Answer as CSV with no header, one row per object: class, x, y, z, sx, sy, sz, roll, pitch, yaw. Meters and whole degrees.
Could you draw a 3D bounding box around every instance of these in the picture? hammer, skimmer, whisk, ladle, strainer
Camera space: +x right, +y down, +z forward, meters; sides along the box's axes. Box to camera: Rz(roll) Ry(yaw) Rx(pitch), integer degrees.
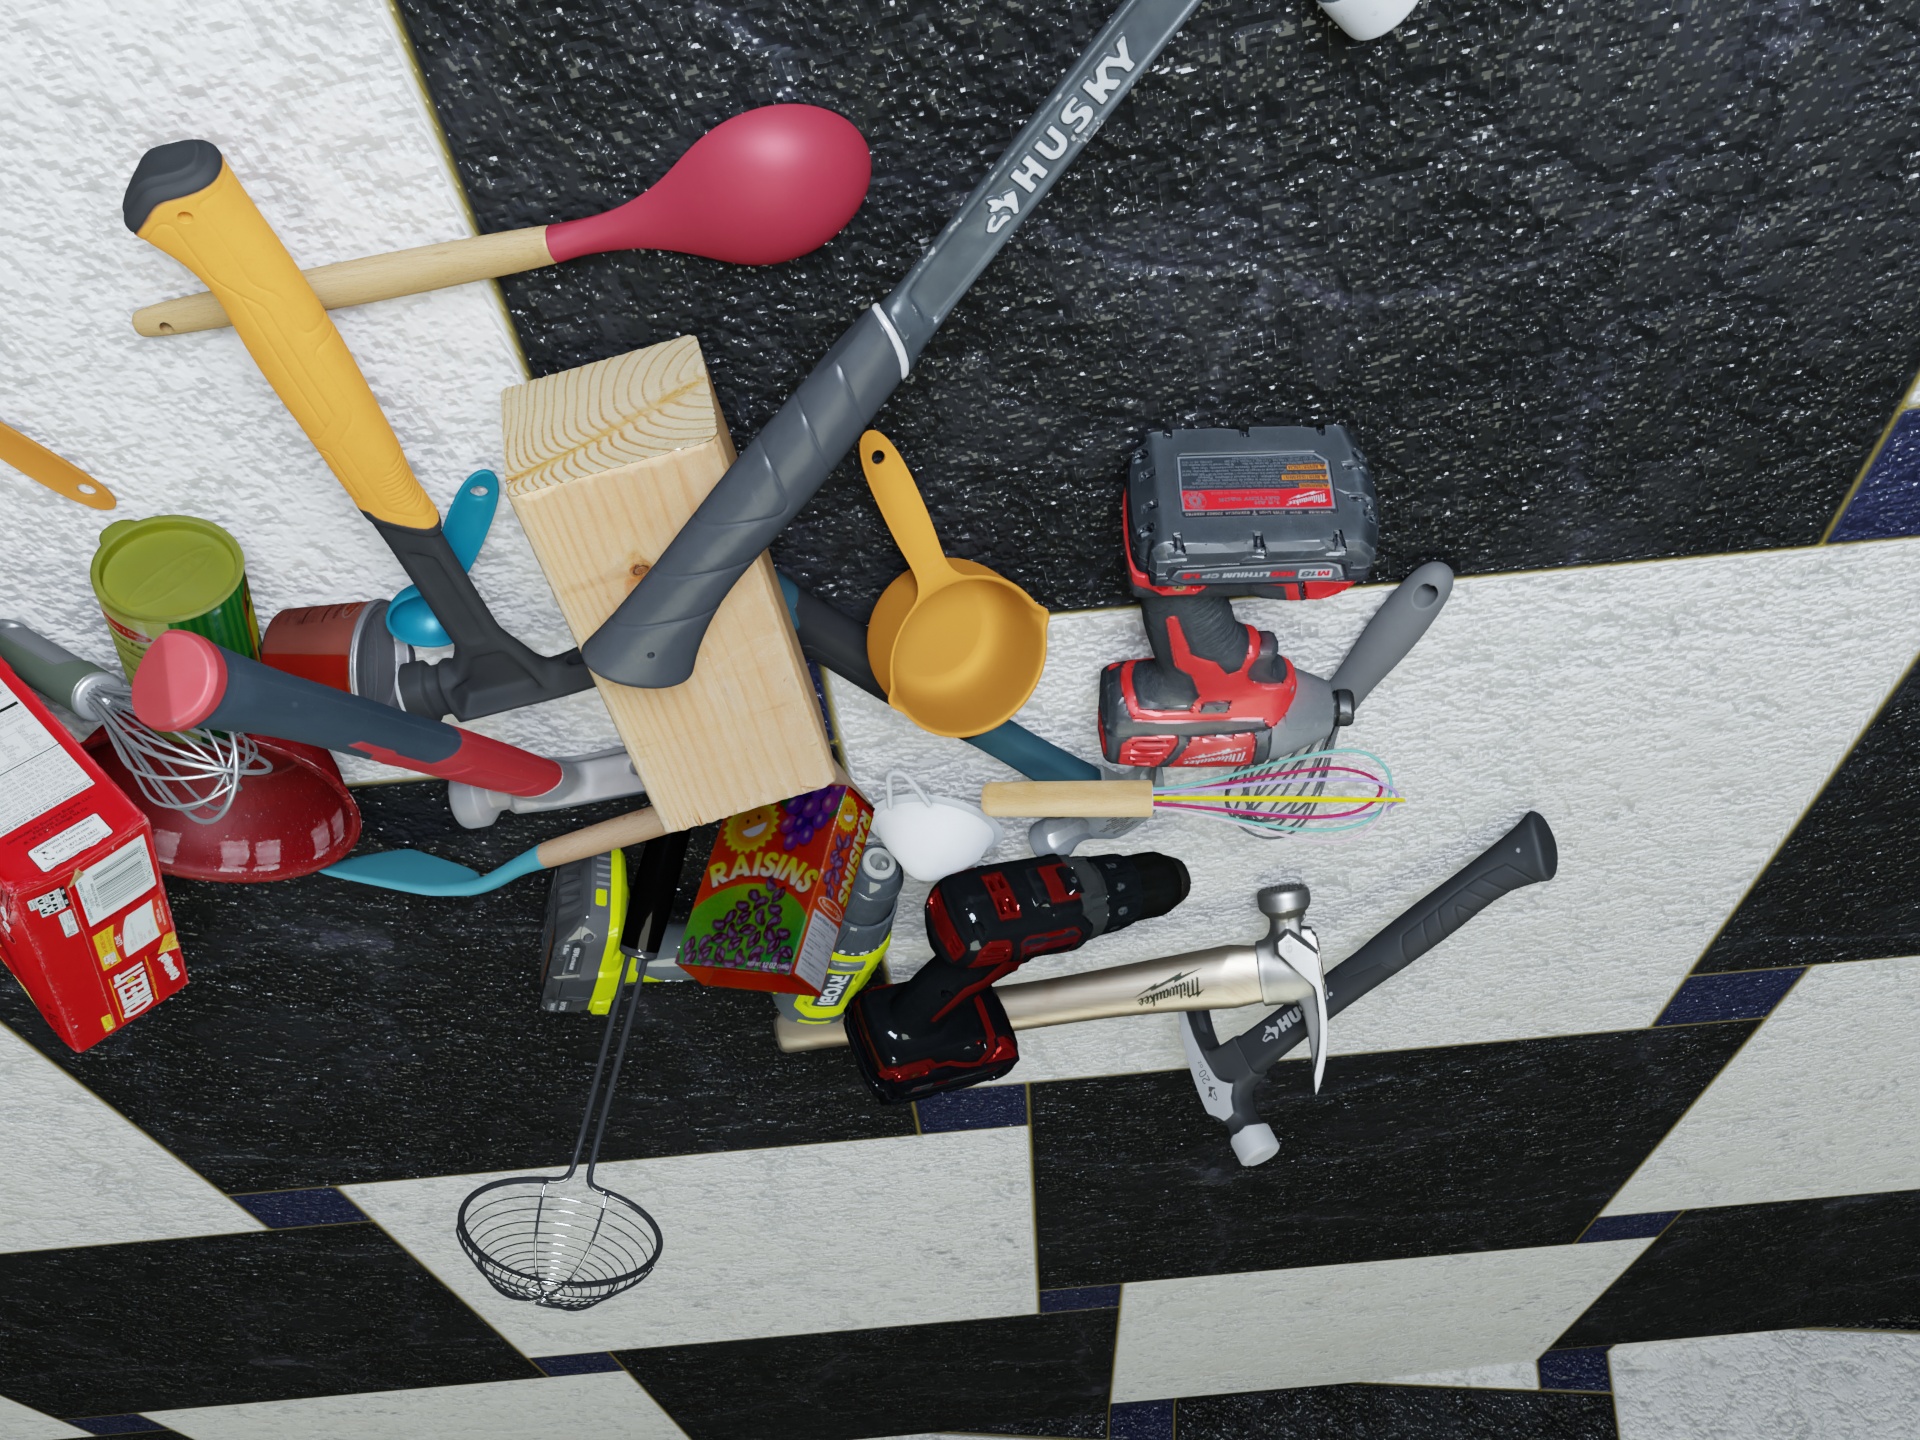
hammer,0.061,0.218,1.173,0.410,0.146,0.038,-9,180,14
skimmer,-0.215,0.195,0.985,0.127,0.363,0.090,15,-179,-10
whisk,0.221,-0.006,0.932,0.055,0.055,0.238,8,139,-18
whisk,-0.403,-0.010,0.751,0.246,0.059,0.057,20,-165,35
ladle,-0.190,-0.189,0.642,0.315,0.031,0.069,-9,144,8
hammer,-0.246,0.008,0.762,0.143,0.038,0.386,-11,171,5
hammer,-0.250,-0.109,0.703,0.127,0.034,0.336,-14,146,1
hammer,0.292,0.176,1.154,0.035,0.146,0.334,14,130,-44
whisk,0.134,0.044,0.927,0.245,0.047,0.051,-1,114,7
hammer,-0.018,-0.160,0.598,0.149,0.036,0.409,29,115,-34
hammer,-0.001,-0.003,0.920,0.128,0.033,0.330,-30,138,32
strainer,0.009,0.101,1.048,0.087,0.050,0.258,-5,155,23

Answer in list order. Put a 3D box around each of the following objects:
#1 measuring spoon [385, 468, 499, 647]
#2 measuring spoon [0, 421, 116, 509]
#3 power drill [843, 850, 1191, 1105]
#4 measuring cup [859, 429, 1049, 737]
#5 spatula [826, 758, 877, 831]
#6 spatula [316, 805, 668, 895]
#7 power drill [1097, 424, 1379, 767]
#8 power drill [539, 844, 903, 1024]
measuring spoon,-0.253,-0.084,0.790,0.042,0.021,0.128,9,138,-30
measuring spoon,-0.429,-0.129,0.713,0.021,0.011,0.116,-20,146,19
power drill,0.036,0.161,1.058,0.187,0.080,0.226,-6,147,-33
measuring cup,-0.020,-0.074,0.806,0.095,0.052,0.173,-31,119,-10
spatula,-0.118,-0.014,0.903,0.060,0.018,0.315,-4,148,25
spatula,-0.228,0.063,0.938,0.317,0.044,0.082,-17,178,19
power drill,0.146,-0.050,0.828,0.143,0.079,0.219,-1,146,2
power drill,-0.157,0.137,1.064,0.228,0.080,0.190,5,144,-18
